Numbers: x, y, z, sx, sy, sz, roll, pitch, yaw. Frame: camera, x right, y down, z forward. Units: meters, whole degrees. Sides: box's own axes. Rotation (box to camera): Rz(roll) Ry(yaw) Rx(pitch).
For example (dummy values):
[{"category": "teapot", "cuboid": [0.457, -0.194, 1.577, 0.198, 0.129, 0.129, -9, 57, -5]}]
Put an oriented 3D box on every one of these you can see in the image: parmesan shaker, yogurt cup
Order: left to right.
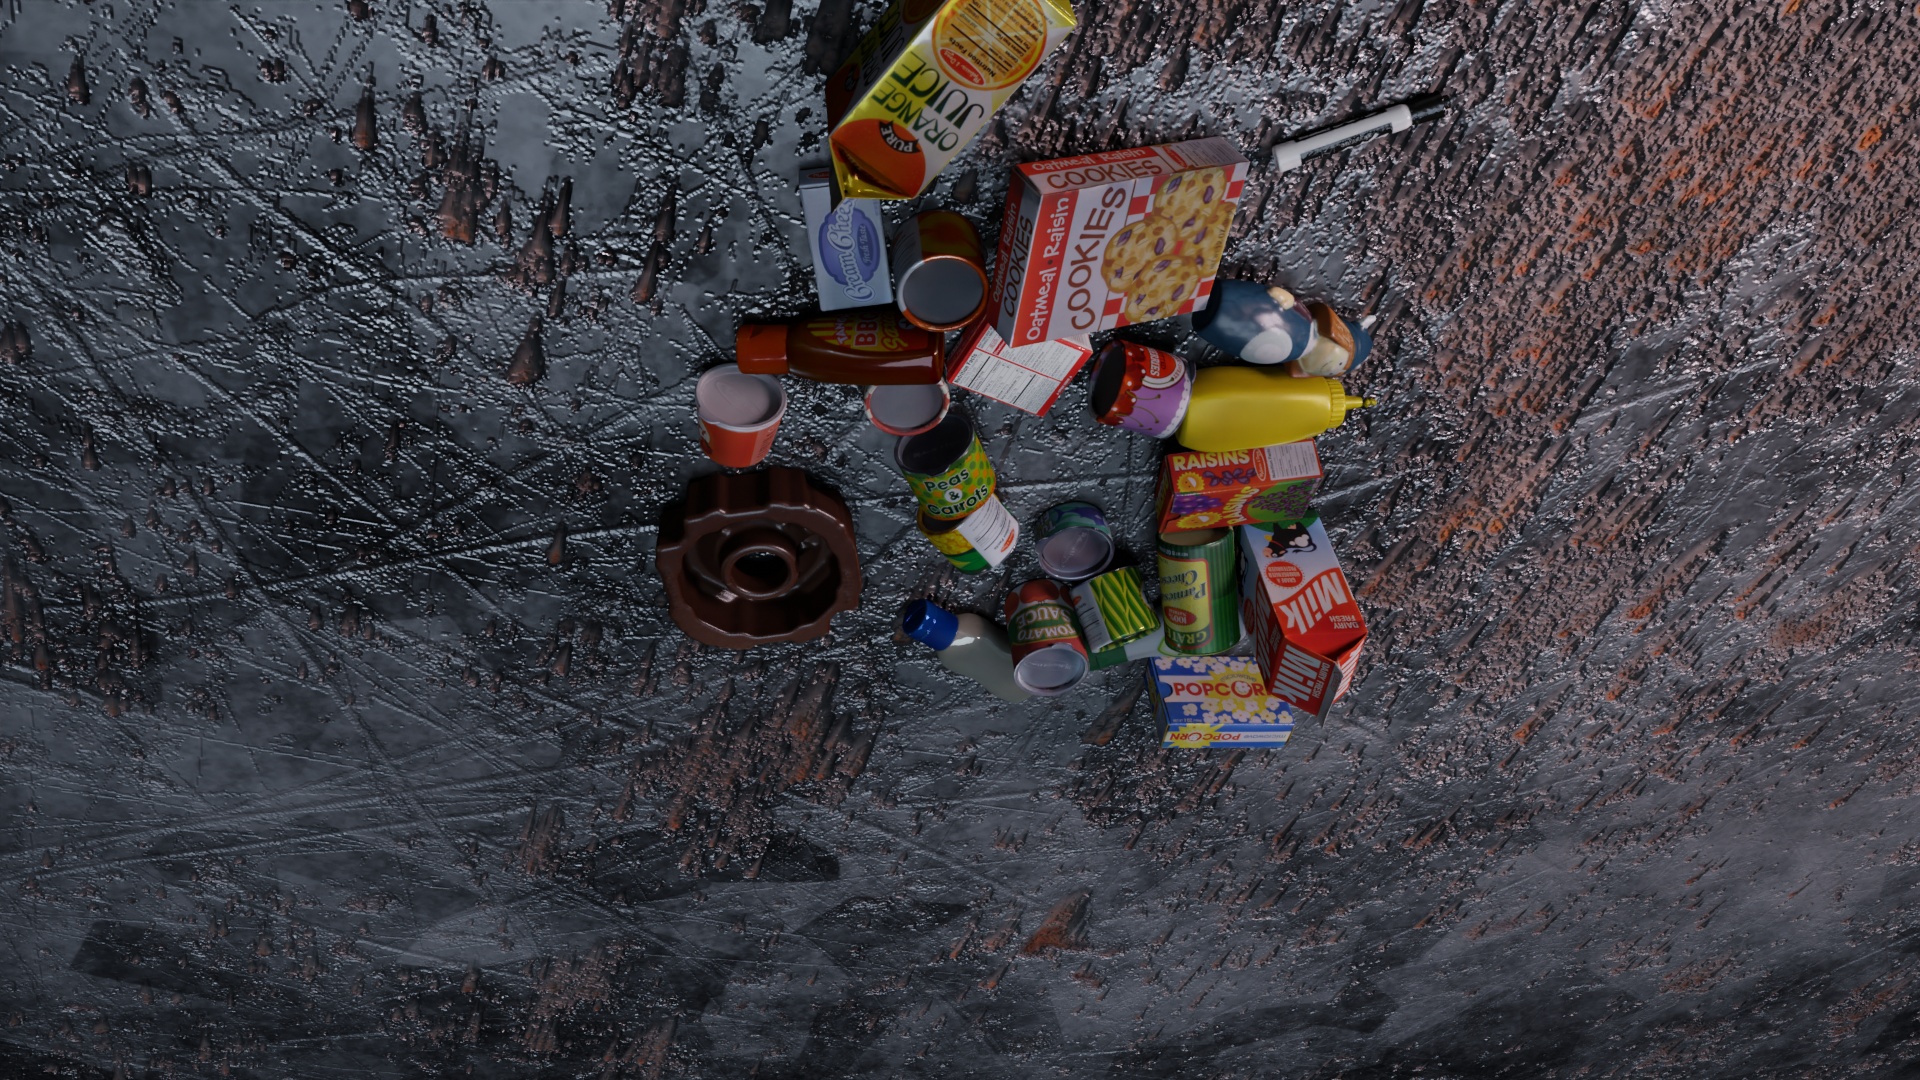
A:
[{"category": "yogurt cup", "cuboid": [-0.167, -0.092, 1.045, 0.072, 0.073, 0.053, 5, 141, -12]}, {"category": "parmesan shaker", "cuboid": [0.203, 0.038, 1.202, 0.071, 0.071, 0.102, -9, 112, 1]}]

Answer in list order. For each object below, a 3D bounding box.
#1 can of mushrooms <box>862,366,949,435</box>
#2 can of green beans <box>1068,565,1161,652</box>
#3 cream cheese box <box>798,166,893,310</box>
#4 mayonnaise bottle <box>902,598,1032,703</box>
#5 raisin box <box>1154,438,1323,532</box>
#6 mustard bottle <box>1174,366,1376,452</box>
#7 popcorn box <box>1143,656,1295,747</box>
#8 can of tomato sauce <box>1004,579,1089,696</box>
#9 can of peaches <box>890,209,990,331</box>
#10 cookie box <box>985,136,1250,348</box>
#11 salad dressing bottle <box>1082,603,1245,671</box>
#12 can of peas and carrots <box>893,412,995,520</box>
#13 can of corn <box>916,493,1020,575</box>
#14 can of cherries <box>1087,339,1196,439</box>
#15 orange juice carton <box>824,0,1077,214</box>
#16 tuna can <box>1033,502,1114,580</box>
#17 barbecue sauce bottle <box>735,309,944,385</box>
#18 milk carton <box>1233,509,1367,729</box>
[{"category": "can of mushrooms", "cuboid": [-0.042, -0.113, 1.063, 0.071, 0.033, 0.070, -5, 134, -5]}, {"category": "can of green beans", "cuboid": [0.136, 0.061, 1.222, 0.071, 0.058, 0.071, -19, 167, -5]}, {"category": "cream cheese box", "cuboid": [-0.079, -0.210, 0.968, 0.053, 0.024, 0.103, -7, 135, -1]}, {"category": "mayonnaise bottle", "cuboid": [0.014, 0.099, 1.274, 0.148, 0.041, 0.064, 30, 123, -30]}, {"category": "raisin box", "cuboid": [0.226, -0.043, 1.145, 0.123, 0.040, 0.086, -6, 159, -2]}, {"category": "mustard bottle", "cuboid": [0.250, -0.106, 1.100, 0.160, 0.049, 0.065, -3, 133, -6]}, {"category": "popcorn box", "cuboid": [0.246, 0.154, 1.328, 0.127, 0.085, 0.038, 1, 135, -10]}, {"category": "can of tomato sauce", "cuboid": [0.075, 0.084, 1.237, 0.071, 0.083, 0.070, -4, 134, -4]}, {"category": "can of peaches", "cuboid": [-0.012, -0.189, 0.975, 0.071, 0.058, 0.070, -4, 134, -4]}, {"category": "cookie box", "cuboid": [0.105, -0.205, 0.951, 0.168, 0.040, 0.122, -15, 139, -25]}, {"category": "salad dressing bottle", "cuboid": [0.185, 0.085, 1.281, 0.147, 0.044, 0.064, -15, 128, 7]}, {"category": "can of peas and carrots", "cuboid": [-0.011, -0.057, 1.096, 0.071, 0.071, 0.058, -18, 134, 10]}, {"category": "can of corn", "cuboid": [0.004, -0.014, 1.145, 0.071, 0.071, 0.058, -28, 131, 18]}, {"category": "can of cherries", "cuboid": [0.137, -0.118, 1.060, 0.058, 0.072, 0.071, 13, 131, -18]}, {"category": "orange juice carton", "cuboid": [-0.023, -0.287, 0.868, 0.073, 0.072, 0.192, 30, 123, -31]}, {"category": "tuna can", "cuboid": [0.095, 0.000, 1.193, 0.071, 0.033, 0.070, -4, 134, -4]}, {"category": "barbecue sauce bottle", "cuboid": [-0.087, -0.140, 1.012, 0.148, 0.065, 0.043, -1, 133, 5]}, {"category": "milk carton", "cuboid": [0.285, 0.063, 1.170, 0.073, 0.191, 0.072, -2, 135, -6]}]
